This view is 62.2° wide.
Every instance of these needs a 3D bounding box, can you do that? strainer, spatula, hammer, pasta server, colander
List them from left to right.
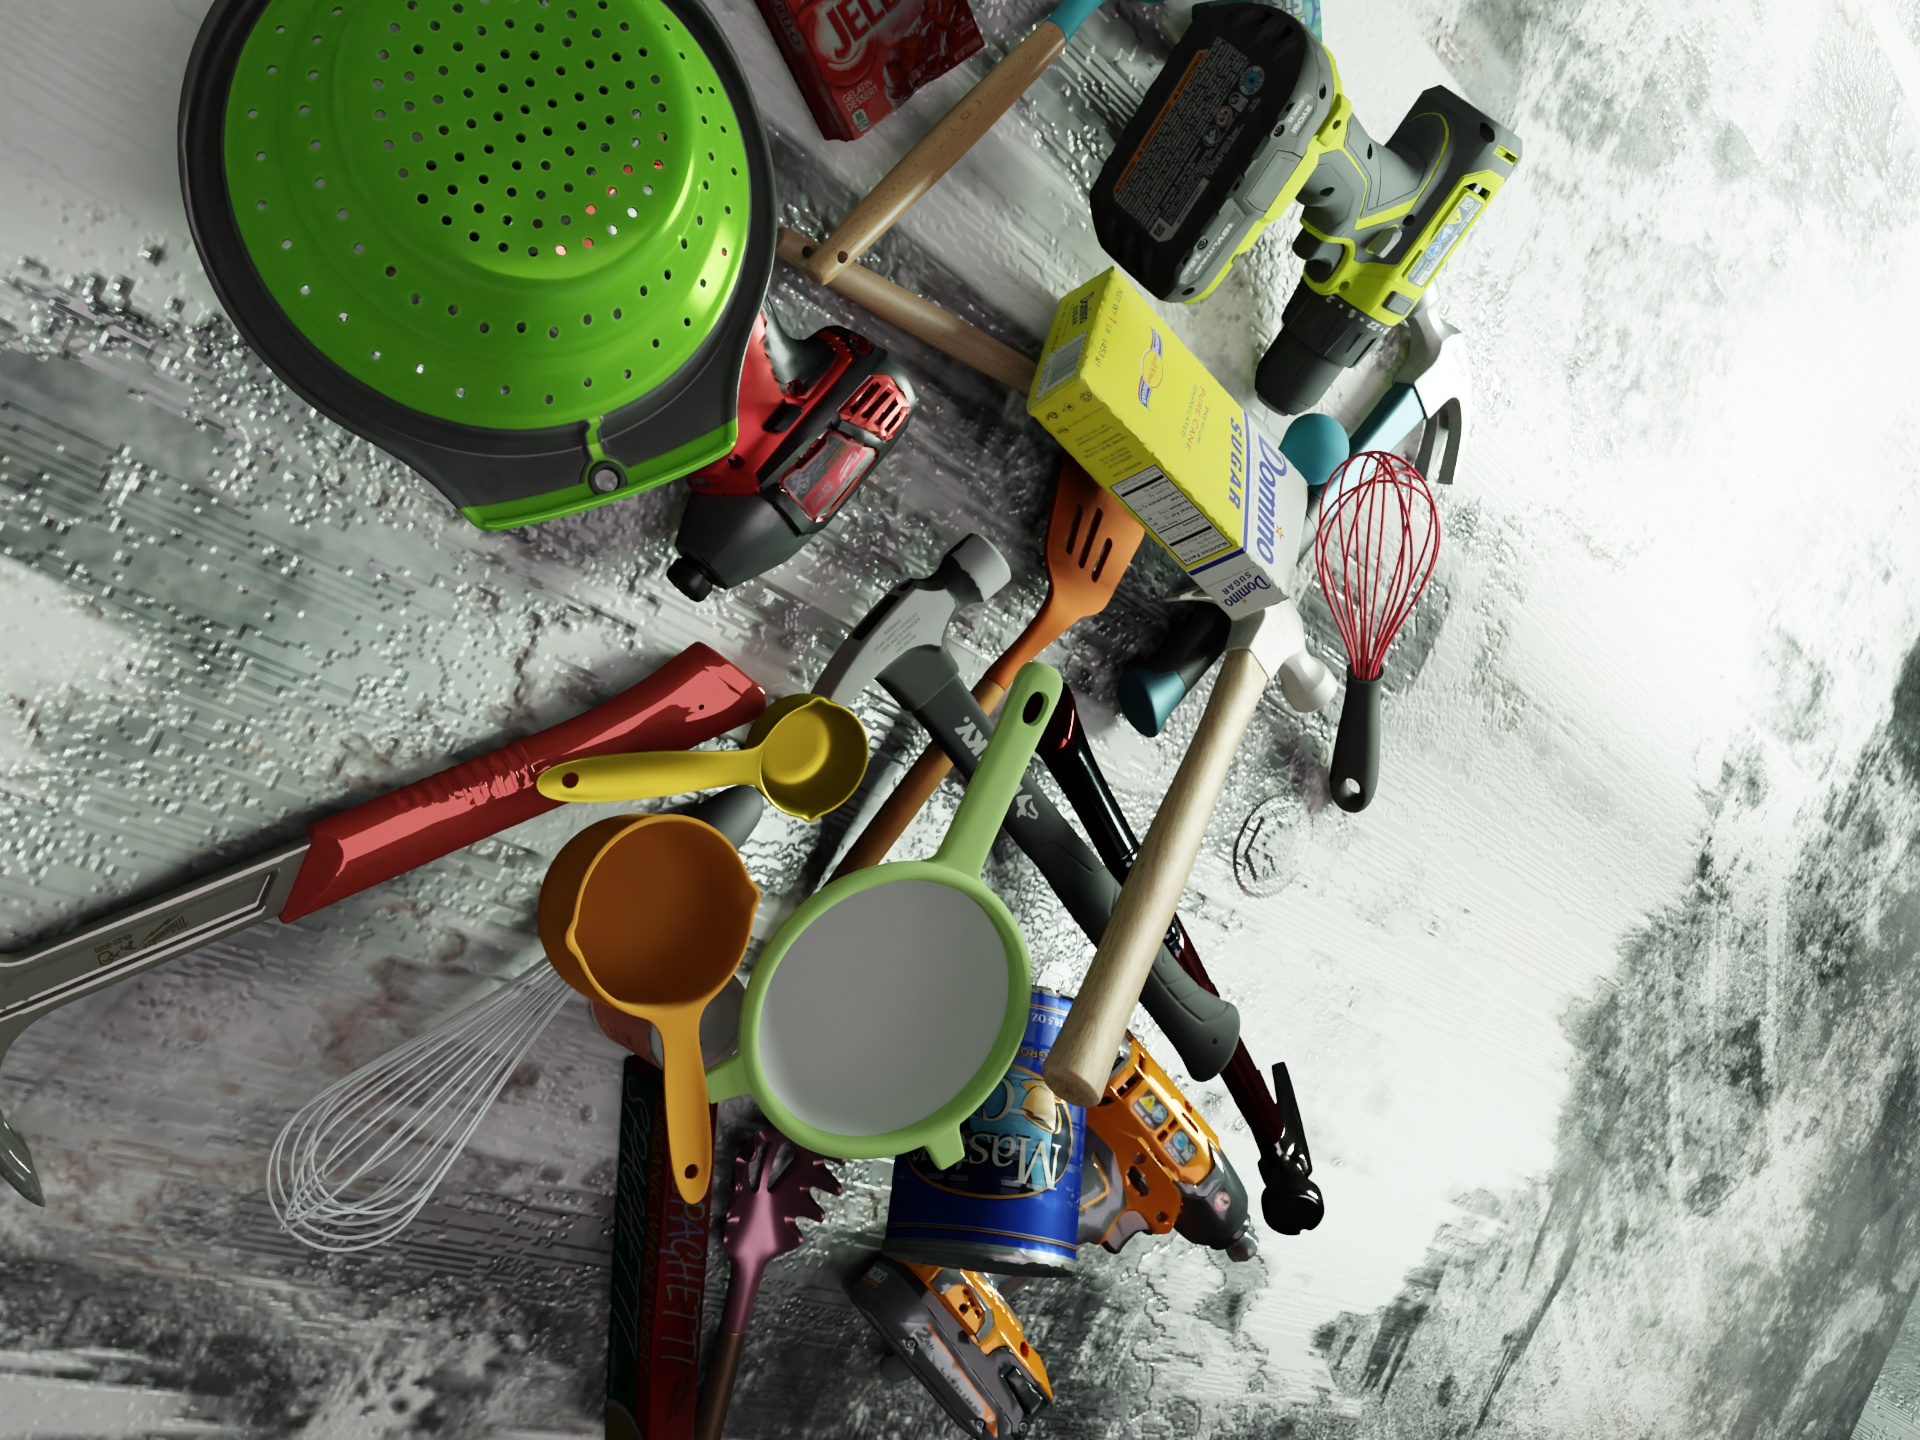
[{"bbox_3d":[-0.242,0.058,0.676,0.359,0.037,0.149,-25,119,-29],"label":"hammer"},{"bbox_3d":[-0.176,-0.264,0.513,0.204,0.094,0.397,-23,100,-19],"label":"colander"},{"bbox_3d":[-0.128,0.359,0.867,0.060,0.040,0.316,10,100,-27],"label":"pasta server"},{"bbox_3d":[-0.023,0.085,0.780,0.151,0.069,0.256,25,90,-29],"label":"strainer"},{"bbox_3d":[-0.001,-0.003,0.855,0.322,0.041,0.080,-53,128,-6],"label":"spatula"},{"bbox_3d":[0.030,-0.182,0.819,0.315,0.018,0.060,17,90,-41],"label":"spatula"},{"bbox_3d":[0.036,-0.313,0.755,0.317,0.044,0.082,-51,131,-19],"label":"spatula"},{"bbox_3d":[0.048,0.074,0.847,0.146,0.035,0.334,-42,112,-10],"label":"hammer"},{"bbox_3d":[0.129,0.132,0.969,0.038,0.143,0.386,-23,114,13],"label":"hammer"},{"bbox_3d":[0.117,0.052,0.846,0.130,0.031,0.331,50,52,-30],"label":"hammer"},{"bbox_3d":[0.207,-0.121,0.970,0.331,0.033,0.128,-48,127,-15],"label":"hammer"}]

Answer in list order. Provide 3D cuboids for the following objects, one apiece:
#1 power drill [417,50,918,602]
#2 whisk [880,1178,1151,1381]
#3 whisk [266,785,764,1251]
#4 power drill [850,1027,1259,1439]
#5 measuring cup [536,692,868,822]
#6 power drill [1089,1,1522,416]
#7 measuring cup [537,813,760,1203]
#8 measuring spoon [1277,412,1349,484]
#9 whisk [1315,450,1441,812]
[{"bbox_3d":[-0.121,-0.158,0.675,0.143,0.079,0.219,-51,132,-12],"label":"power drill"},{"bbox_3d":[0.048,0.332,0.991,0.239,0.055,0.055,-33,123,-21],"label":"whisk"},{"bbox_3d":[-0.194,0.125,0.728,0.284,0.070,0.070,-44,127,-25],"label":"whisk"},{"bbox_3d":[0.067,0.312,0.938,0.226,0.084,0.164,-41,92,-20],"label":"power drill"},{"bbox_3d":[-0.118,0.018,0.725,0.156,0.029,0.062,-4,110,-28],"label":"measuring cup"},{"bbox_3d":[0.176,-0.257,0.832,0.228,0.080,0.190,2,131,-47],"label":"power drill"},{"bbox_3d":[-0.138,0.126,0.706,0.095,0.052,0.173,-10,99,-39],"label":"measuring cup"},{"bbox_3d":[0.174,-0.143,0.915,0.128,0.021,0.042,-25,100,-19],"label":"measuring spoon"},{"bbox_3d":[0.251,-0.045,0.982,0.073,0.073,0.295,-35,140,-24],"label":"whisk"}]
